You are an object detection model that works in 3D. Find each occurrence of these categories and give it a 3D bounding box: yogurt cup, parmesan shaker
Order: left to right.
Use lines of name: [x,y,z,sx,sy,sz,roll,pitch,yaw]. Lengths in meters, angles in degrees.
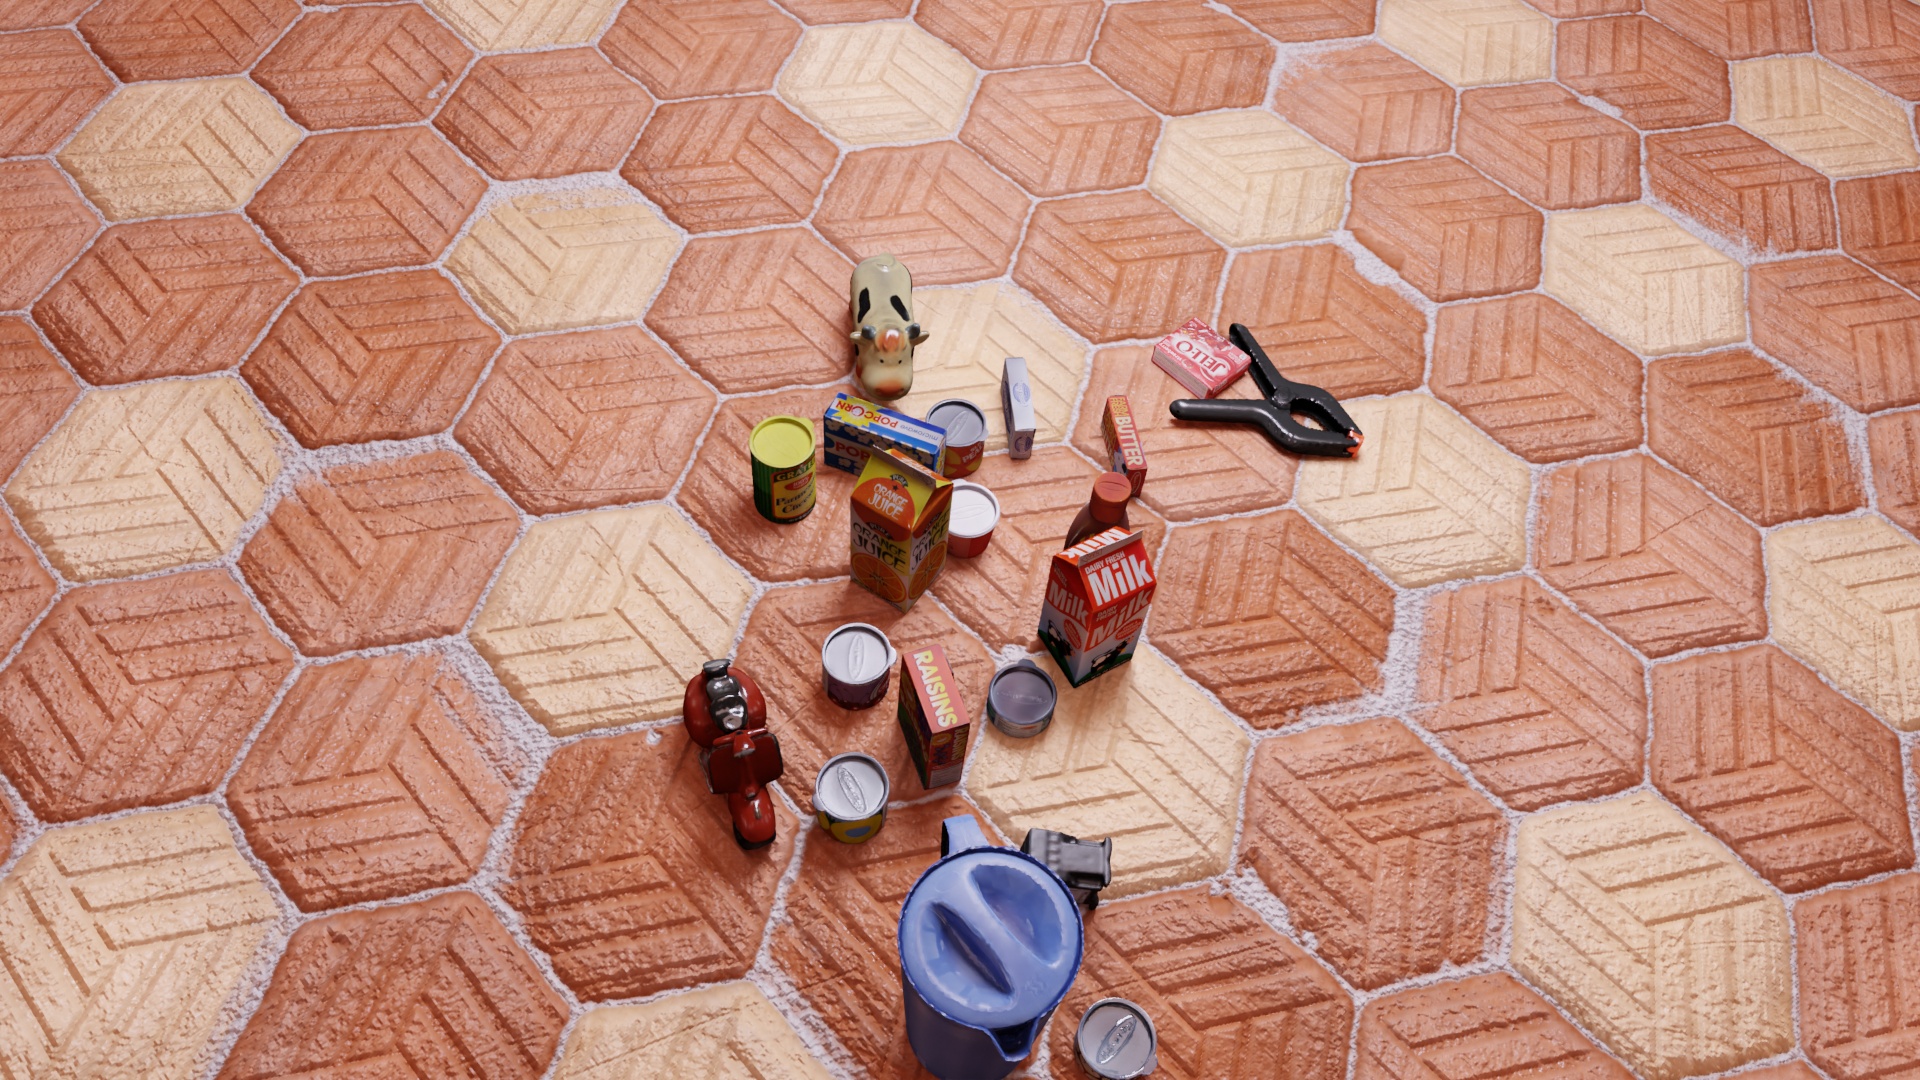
parmesan shaker: [-0.179,-0.073,1.428,0.071,0.102,0.071,2,56,-3]
yogurt cup: [0.005,-0.018,1.436,0.072,0.053,0.073,2,56,-3]

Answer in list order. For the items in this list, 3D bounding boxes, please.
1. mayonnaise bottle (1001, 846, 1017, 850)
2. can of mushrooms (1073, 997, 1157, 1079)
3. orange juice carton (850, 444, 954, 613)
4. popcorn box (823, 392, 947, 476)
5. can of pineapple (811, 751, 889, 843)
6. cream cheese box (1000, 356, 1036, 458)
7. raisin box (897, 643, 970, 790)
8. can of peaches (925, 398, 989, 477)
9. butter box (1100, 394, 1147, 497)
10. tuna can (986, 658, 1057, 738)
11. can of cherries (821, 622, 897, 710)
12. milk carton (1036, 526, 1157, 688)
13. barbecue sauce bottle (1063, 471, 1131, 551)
mayonnaise bottle: [0.031,0.300,1.164,0.065,0.147,0.041,6,56,0]
can of mushrooms: [0.130,0.421,1.159,0.071,0.033,0.071,2,56,-3]
orange juice carton: [-0.058,-0.019,1.347,0.072,0.191,0.073,31,59,15]
popcorn box: [-0.080,-0.098,1.464,0.127,0.084,0.038,20,57,9]
can of pineapple: [-0.100,0.233,1.253,0.071,0.057,0.071,2,56,-3]
cream cheese box: [0.063,-0.146,1.528,0.024,0.053,0.104,-2,56,-6]
raisin box: [-0.025,0.162,1.268,0.040,0.122,0.086,-14,58,-14]
can of peaches: [-0.004,-0.108,1.494,0.071,0.057,0.071,2,56,-3]
butter box: [0.177,-0.103,1.509,0.024,0.052,0.104,-5,56,-8]
tuna can: [0.059,0.152,1.337,0.071,0.032,0.071,2,56,-3]
can of cherries: [-0.097,0.122,1.329,0.071,0.058,0.072,2,56,-3]
milk carton: [0.129,0.055,1.314,0.072,0.189,0.073,-23,61,-19]
barbecue sauce bottle: [0.141,-0.011,1.386,0.065,0.147,0.044,10,56,2]
